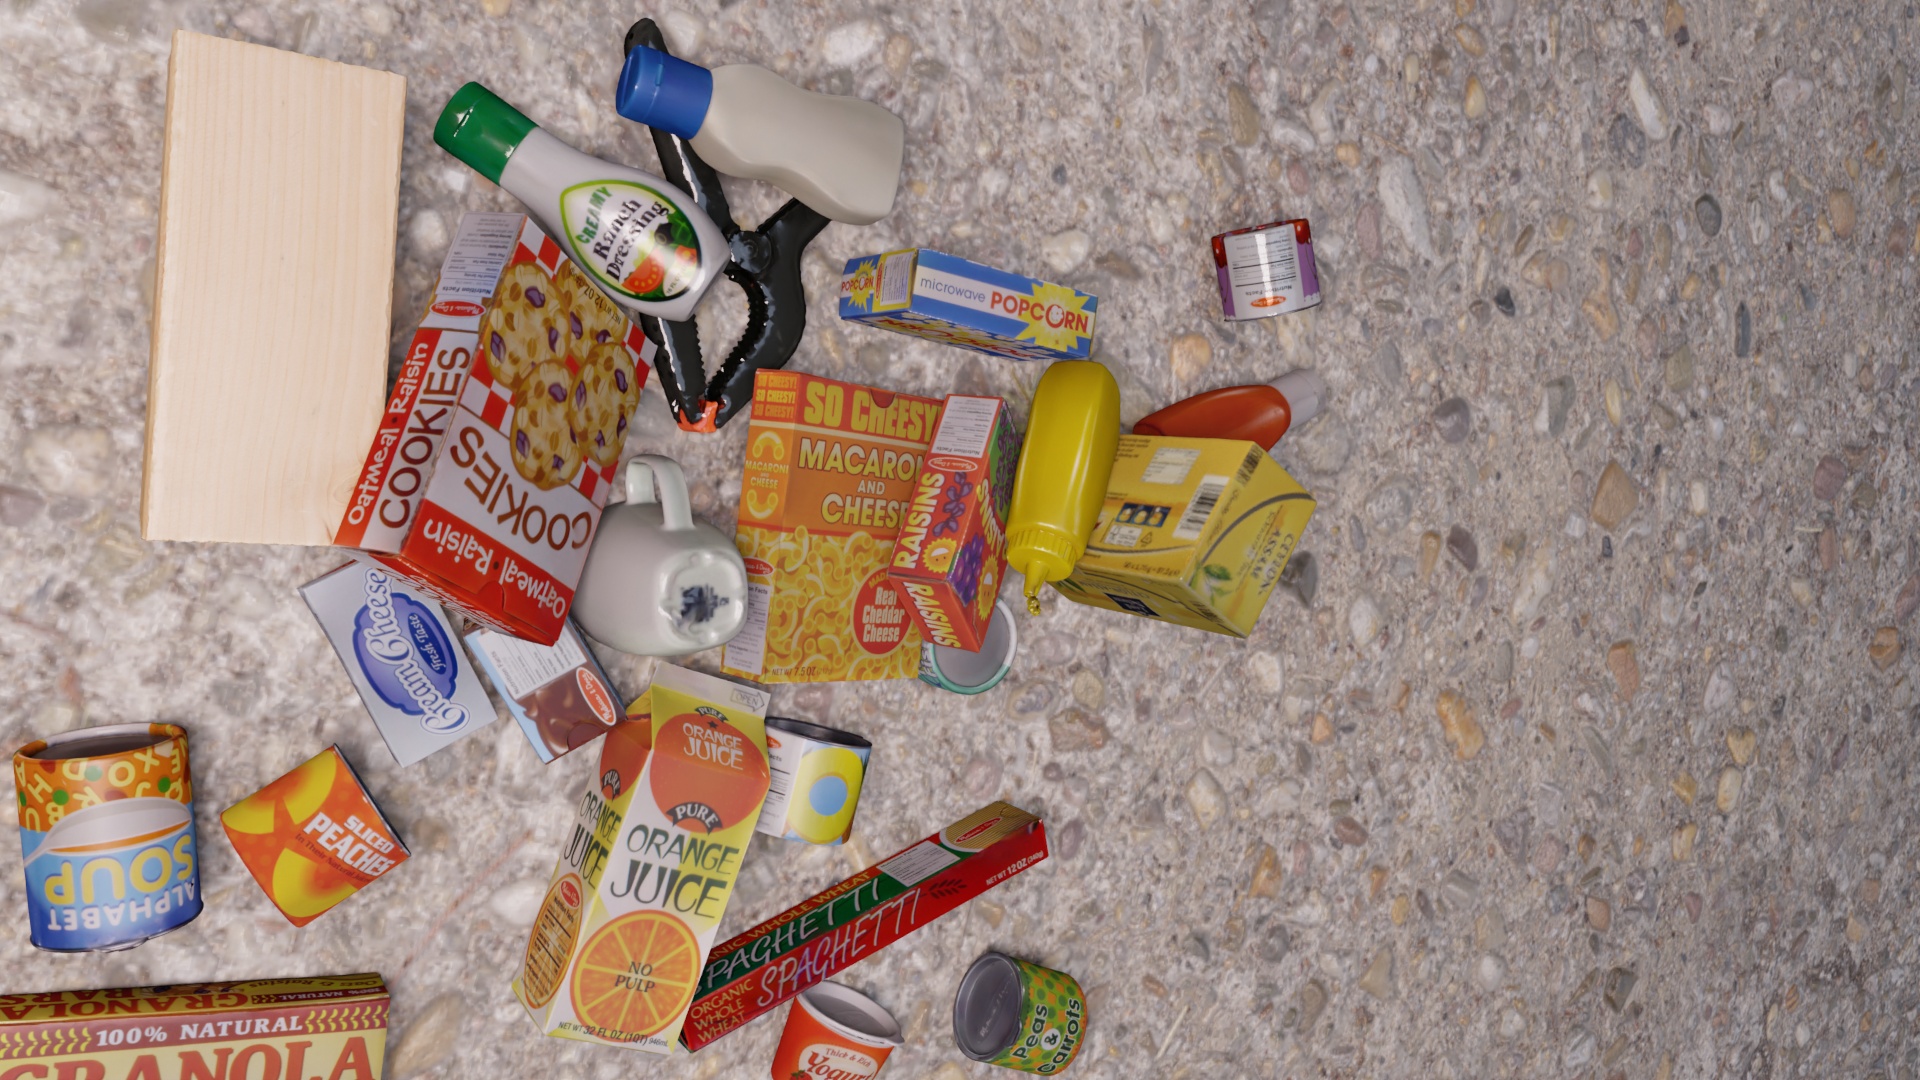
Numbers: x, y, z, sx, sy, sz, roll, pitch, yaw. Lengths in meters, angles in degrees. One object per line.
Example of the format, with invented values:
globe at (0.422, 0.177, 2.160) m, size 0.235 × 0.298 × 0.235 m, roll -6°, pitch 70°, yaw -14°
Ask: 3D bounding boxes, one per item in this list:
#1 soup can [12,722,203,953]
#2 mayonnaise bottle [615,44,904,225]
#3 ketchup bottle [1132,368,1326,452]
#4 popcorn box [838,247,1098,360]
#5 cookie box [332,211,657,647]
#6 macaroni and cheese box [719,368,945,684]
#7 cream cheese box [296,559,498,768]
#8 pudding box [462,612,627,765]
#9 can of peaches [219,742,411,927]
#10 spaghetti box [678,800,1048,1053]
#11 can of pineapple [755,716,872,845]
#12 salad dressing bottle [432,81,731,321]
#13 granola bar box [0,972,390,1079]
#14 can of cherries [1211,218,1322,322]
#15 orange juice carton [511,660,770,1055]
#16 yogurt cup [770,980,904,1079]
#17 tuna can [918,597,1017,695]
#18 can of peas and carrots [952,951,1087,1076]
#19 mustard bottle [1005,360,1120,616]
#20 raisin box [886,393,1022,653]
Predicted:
soup can at (-0.372, 0.129, 0.609) m, size 0.071 × 0.071 × 0.083 m, roll -6°, pitch 98°, yaw -31°
mayonnaise bottle at (-0.102, -0.213, 0.719) m, size 0.148 × 0.041 × 0.065 m, roll 12°, pitch 82°, yaw -31°
ketchup bottle at (0.187, -0.077, 0.948) m, size 0.149 × 0.043 × 0.064 m, roll -25°, pitch 110°, yaw -27°
popcorn box at (0.004, -0.135, 0.806) m, size 0.127 × 0.085 × 0.038 m, roll 9°, pitch 90°, yaw -32°
cookie box at (-0.210, -0.049, 0.652) m, size 0.122 × 0.040 × 0.168 m, roll 53°, pitch 48°, yaw -62°
macaroni and cheese box at (-0.067, -0.005, 0.782) m, size 0.124 × 0.040 × 0.166 m, roll 5°, pitch 93°, yaw -50°
cream cheese box at (-0.277, 0.056, 0.688) m, size 0.053 × 0.024 × 0.103 m, roll -30°, pitch 109°, yaw -24°
pudding box at (-0.214, 0.068, 0.718) m, size 0.050 × 0.030 × 0.083 m, roll -30°, pitch 110°, yaw -10°
can of peaches at (-0.302, 0.140, 0.653) m, size 0.058 × 0.071 × 0.071 m, roll -34°, pitch 111°, yaw -23°
spaghetti box at (-0.061, 0.222, 0.822) m, size 0.251 × 0.050 × 0.028 m, roll -22°, pitch 105°, yaw -28°
can of pineapple at (-0.087, 0.136, 0.788) m, size 0.071 × 0.071 × 0.058 m, roll 15°, pitch 88°, yaw -32°
salad dressing bottle at (-0.187, -0.168, 0.688) m, size 0.147 × 0.044 × 0.064 m, roll 34°, pitch 99°, yaw -10°
granola bar box at (-0.362, 0.273, 0.648) m, size 0.166 × 0.039 × 0.124 m, roll 7°, pitch 91°, yaw -32°
can of cherries at (0.206, -0.183, 0.939) m, size 0.072 × 0.071 × 0.058 m, roll -20°, pitch 104°, yaw -28°
orange juice carton at (-0.164, 0.164, 0.739) m, size 0.072 × 0.073 × 0.193 m, roll 24°, pitch 82°, yaw -31°
yogurt cup at (-0.076, 0.298, 0.814) m, size 0.072 × 0.072 × 0.054 m, roll 25°, pitch 90°, yaw -31°
tuna can at (-0.002, 0.061, 0.852) m, size 0.071 × 0.033 × 0.071 m, roll -4°, pitch 97°, yaw -32°
can of peas and carrots at (0.039, 0.301, 0.879) m, size 0.058 × 0.071 × 0.071 m, roll 26°, pitch 81°, yaw -31°
mustard bottle at (0.056, -0.029, 0.812) m, size 0.065 × 0.049 × 0.161 m, roll 61°, pitch 39°, yaw -53°
raisin box at (0.003, -0.010, 0.802) m, size 0.085 × 0.040 × 0.124 m, roll 67°, pitch 36°, yaw -56°
